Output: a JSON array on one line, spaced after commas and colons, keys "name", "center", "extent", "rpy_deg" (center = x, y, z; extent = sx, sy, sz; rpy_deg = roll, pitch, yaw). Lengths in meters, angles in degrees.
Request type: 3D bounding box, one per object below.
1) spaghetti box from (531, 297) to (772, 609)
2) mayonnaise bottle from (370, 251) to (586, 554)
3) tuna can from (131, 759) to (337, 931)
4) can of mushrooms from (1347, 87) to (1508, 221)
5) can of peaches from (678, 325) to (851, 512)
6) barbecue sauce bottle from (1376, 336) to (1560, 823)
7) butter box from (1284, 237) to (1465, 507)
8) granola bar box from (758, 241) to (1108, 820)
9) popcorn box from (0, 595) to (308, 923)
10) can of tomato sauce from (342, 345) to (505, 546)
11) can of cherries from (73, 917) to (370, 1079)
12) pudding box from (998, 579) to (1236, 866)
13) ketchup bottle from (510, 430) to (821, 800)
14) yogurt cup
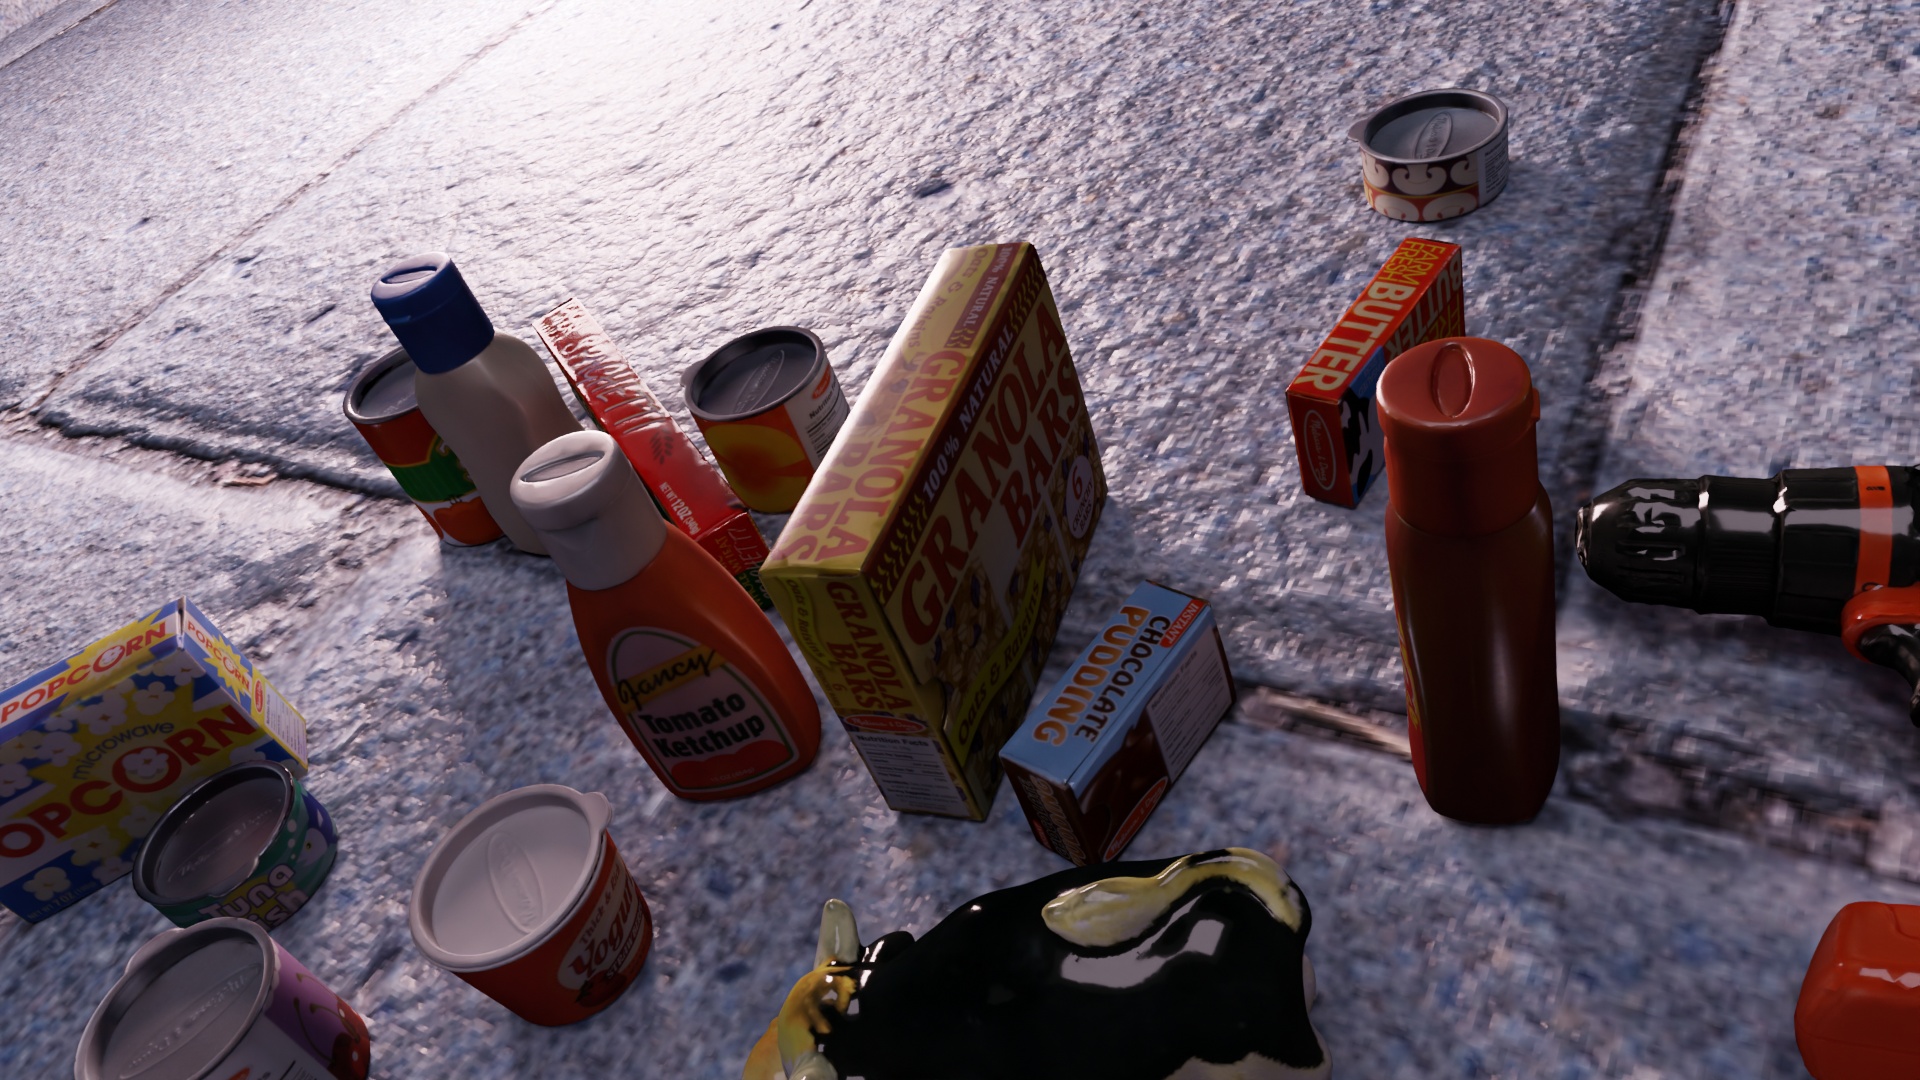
[{"name": "spaghetti box", "center": [-0.148, -0.047, 0.654], "extent": [0.029, 0.050, 0.251], "rpy_deg": [-33, 41, -12]}, {"name": "mayonnaise bottle", "center": [-0.203, -0.057, 0.614], "extent": [0.065, 0.147, 0.041], "rpy_deg": [-4, 44, 21]}, {"name": "tuna can", "center": [-0.280, 0.123, 0.541], "extent": [0.071, 0.032, 0.071], "rpy_deg": [-12, 41, 11]}, {"name": "can of mushrooms", "center": [0.219, -0.181, 0.650], "extent": [0.071, 0.033, 0.071], "rpy_deg": [-12, 41, 11]}, {"name": "can of peaches", "center": [-0.085, -0.055, 0.629], "extent": [0.071, 0.057, 0.071], "rpy_deg": [-13, 41, 11]}, {"name": "barbecue sauce bottle", "center": [0.142, 0.013, 0.385], "extent": [0.043, 0.148, 0.065], "rpy_deg": [-2, 44, 22]}, {"name": "butter box", "center": [0.162, -0.066, 0.536], "extent": [0.024, 0.053, 0.104], "rpy_deg": [18, 54, 38]}, {"name": "granola bar box", "center": [0.002, -0.006, 0.486], "extent": [0.039, 0.123, 0.166], "rpy_deg": [2, 46, 26]}, {"name": "popcorn box", "center": [-0.349, 0.091, 0.566], "extent": [0.127, 0.085, 0.038], "rpy_deg": [-30, 41, -9]}, {"name": "can of tomato sauce", "center": [-0.244, -0.048, 0.673], "extent": [0.071, 0.082, 0.071], "rpy_deg": [-13, 41, 11]}, {"name": "can of cherries", "center": [-0.240, 0.166, 0.456], "extent": [0.071, 0.058, 0.072], "rpy_deg": [-13, 41, 11]}, {"name": "pudding box", "center": [0.053, 0.059, 0.449], "extent": [0.030, 0.049, 0.084], "rpy_deg": [19, 55, 38]}, {"name": "ketchup bottle", "center": [-0.101, 0.029, 0.475], "extent": [0.065, 0.148, 0.044], "rpy_deg": [-16, 41, 8]}, {"name": "yogurt cup", "center": [-0.138, 0.124, 0.461], "extent": [0.072, 0.053, 0.073], "rpy_deg": [-13, 41, 11]}]
